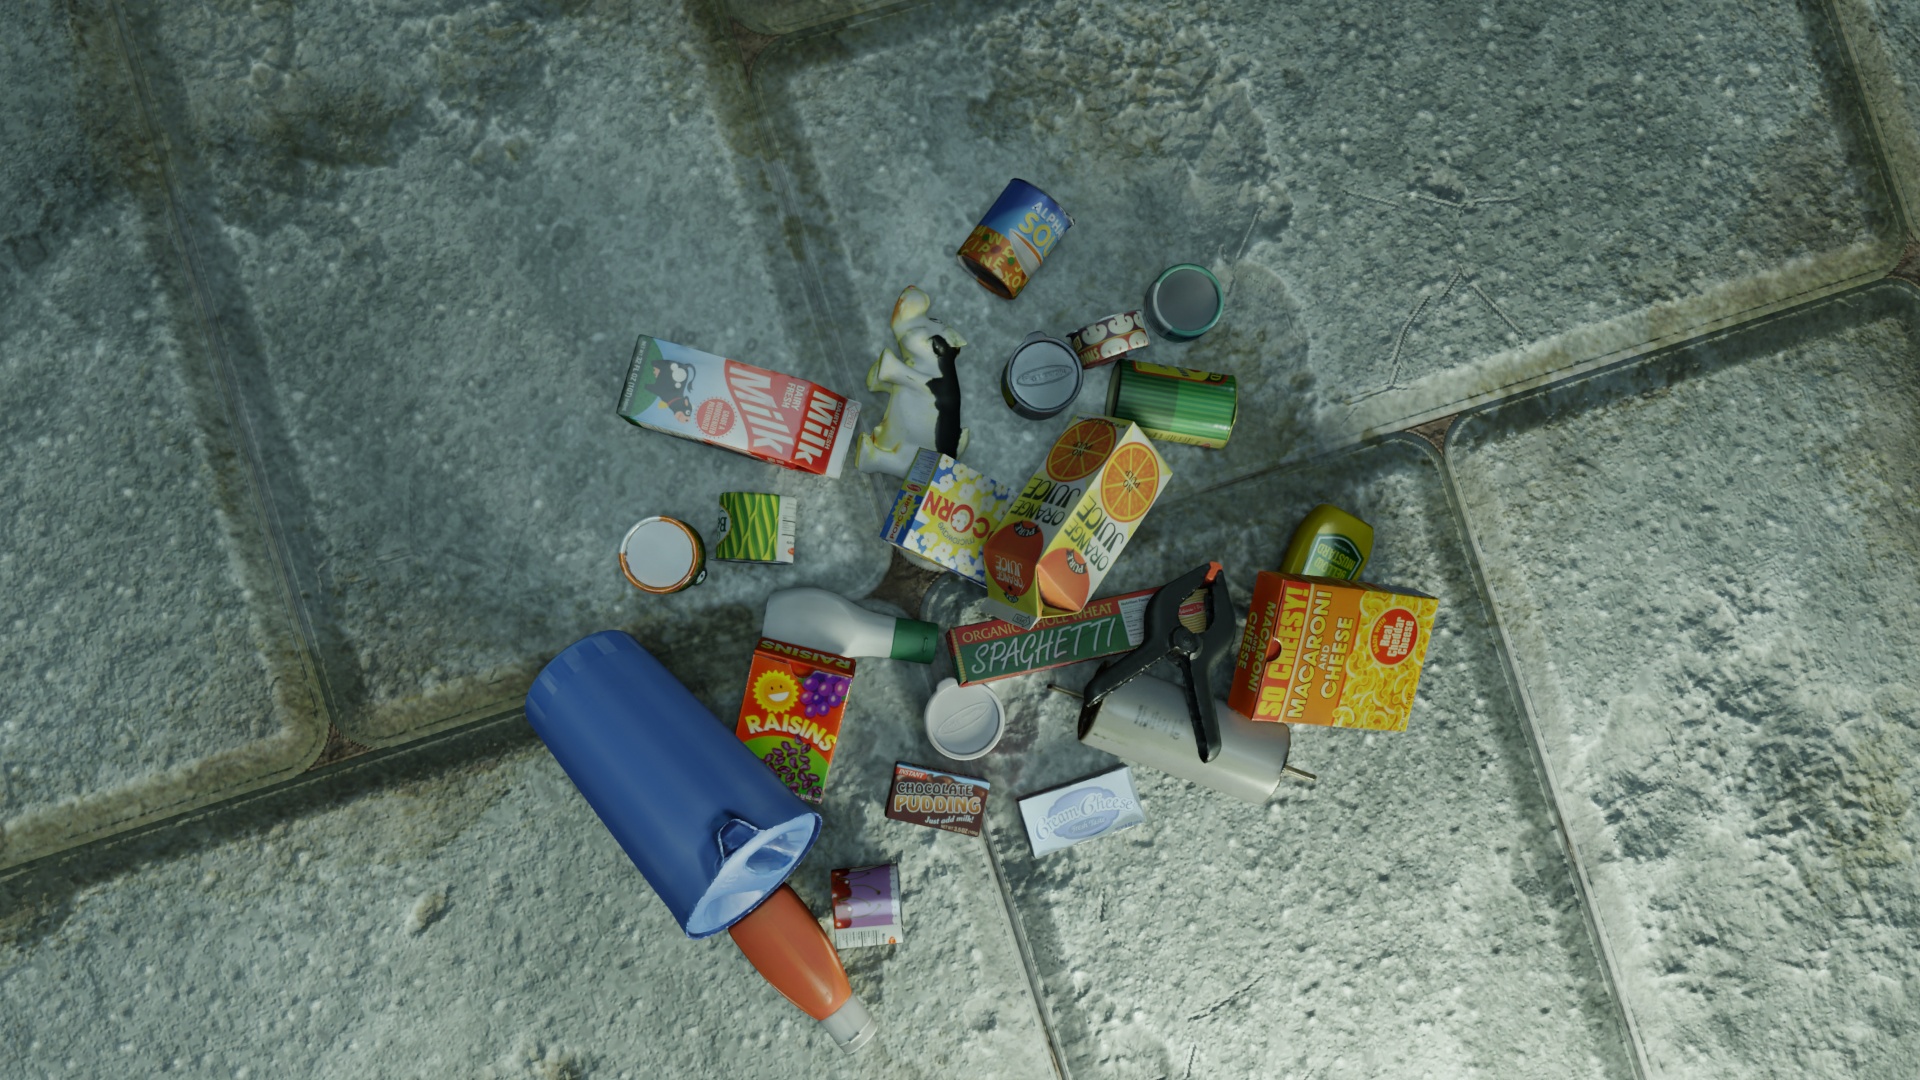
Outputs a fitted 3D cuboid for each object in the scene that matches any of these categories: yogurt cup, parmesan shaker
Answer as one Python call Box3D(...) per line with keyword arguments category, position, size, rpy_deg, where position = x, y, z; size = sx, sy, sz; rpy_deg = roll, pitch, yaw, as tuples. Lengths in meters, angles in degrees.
Box3D(category="yogurt cup", position=(0.002, 0.151, 1.192), size=(0.072, 0.054, 0.072), rpy_deg=(0, 87, -4))
Box3D(category="parmesan shaker", position=(0.183, -0.120, 1.210), size=(0.103, 0.071, 0.071), rpy_deg=(9, 87, -4))

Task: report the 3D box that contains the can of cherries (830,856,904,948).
Box3D(category="can of cherries", position=(-0.079, 0.306, 1.173), size=(0.058, 0.071, 0.071), rpy_deg=(-5, 88, -4))

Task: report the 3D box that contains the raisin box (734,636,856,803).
Box3D(category="raisin box", position=(-0.143, 0.151, 1.168), size=(0.086, 0.040, 0.123), rpy_deg=(15, 106, -3))

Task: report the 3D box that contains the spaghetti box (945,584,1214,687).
Box3D(category="spaghetti box", position=(0.110, 0.077, 1.188), size=(0.251, 0.028, 0.050), rpy_deg=(-10, 76, -17))

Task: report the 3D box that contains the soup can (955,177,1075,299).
Box3D(category="soup can", position=(0.048, -0.261, 1.209), size=(0.071, 0.071, 0.084), rpy_deg=(36, 86, -2))

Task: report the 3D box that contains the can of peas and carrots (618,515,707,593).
Box3D(category="can of peas and carrots", position=(-0.250, 0.014, 1.177), size=(0.071, 0.058, 0.071), rpy_deg=(0, 88, -4))

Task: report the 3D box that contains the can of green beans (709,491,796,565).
Box3D(category="can of green beans", position=(-0.174, -0.010, 1.181), size=(0.071, 0.071, 0.058), rpy_deg=(3, 87, -4))

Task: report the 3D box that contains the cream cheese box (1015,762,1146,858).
Box3D(category="cream cheese box", position=(0.104, 0.235, 1.210), size=(0.104, 0.024, 0.053), rpy_deg=(-17, 87, -5))

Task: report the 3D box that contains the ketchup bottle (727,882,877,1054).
Box3D(category="ketchup bottle", position=(-0.129, 0.365, 1.176), size=(0.065, 0.043, 0.149), rpy_deg=(-38, 91, -4))

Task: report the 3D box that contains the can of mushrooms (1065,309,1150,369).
Box3D(category="can of mushrooms", position=(0.129, -0.174, 1.212), size=(0.071, 0.071, 0.033), rpy_deg=(-19, 90, -5))

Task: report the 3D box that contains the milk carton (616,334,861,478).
Box3D(category="milk carton", position=(-0.185, -0.111, 1.181), size=(0.191, 0.073, 0.072), rpy_deg=(16, 86, -4))

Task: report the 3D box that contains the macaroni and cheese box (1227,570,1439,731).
Box3D(category="macaroni and cheese box", position=(0.320, 0.095, 1.187), size=(0.167, 0.040, 0.123), rpy_deg=(7, 99, -24))

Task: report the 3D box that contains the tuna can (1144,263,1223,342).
Box3D(category="tuna can", position=(0.201, -0.212, 1.236), size=(0.071, 0.033, 0.071), rpy_deg=(0, 87, -4))

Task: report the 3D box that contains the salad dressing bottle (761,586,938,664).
Box3D(category="salad dressing bottle", position=(-0.094, 0.078, 1.194), size=(0.148, 0.044, 0.064), rpy_deg=(10, 91, -5))

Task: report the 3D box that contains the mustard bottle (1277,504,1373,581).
Box3D(category="mustard bottle", position=(0.306, 0.049, 1.222), size=(0.065, 0.049, 0.160), rpy_deg=(27, 86, -6))

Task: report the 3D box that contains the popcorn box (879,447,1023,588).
Box3D(category="popcorn box", position=(0.004, -0.015, 1.179), size=(0.126, 0.038, 0.085), rpy_deg=(26, 86, -36))

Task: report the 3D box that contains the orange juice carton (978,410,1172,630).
Box3D(category="orange juice carton", position=(0.089, -0.010, 1.170), size=(0.193, 0.072, 0.073), rpy_deg=(-55, 128, -14))

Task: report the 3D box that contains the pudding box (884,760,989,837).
Box3D(category="pudding box", position=(-0.020, 0.222, 1.198), size=(0.084, 0.030, 0.049), rpy_deg=(13, 85, -4))

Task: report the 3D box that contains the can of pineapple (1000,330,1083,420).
Box3D(category="can of pineapple", position=(0.070, -0.142, 1.210), size=(0.071, 0.058, 0.071), rpy_deg=(0, 87, -5))
